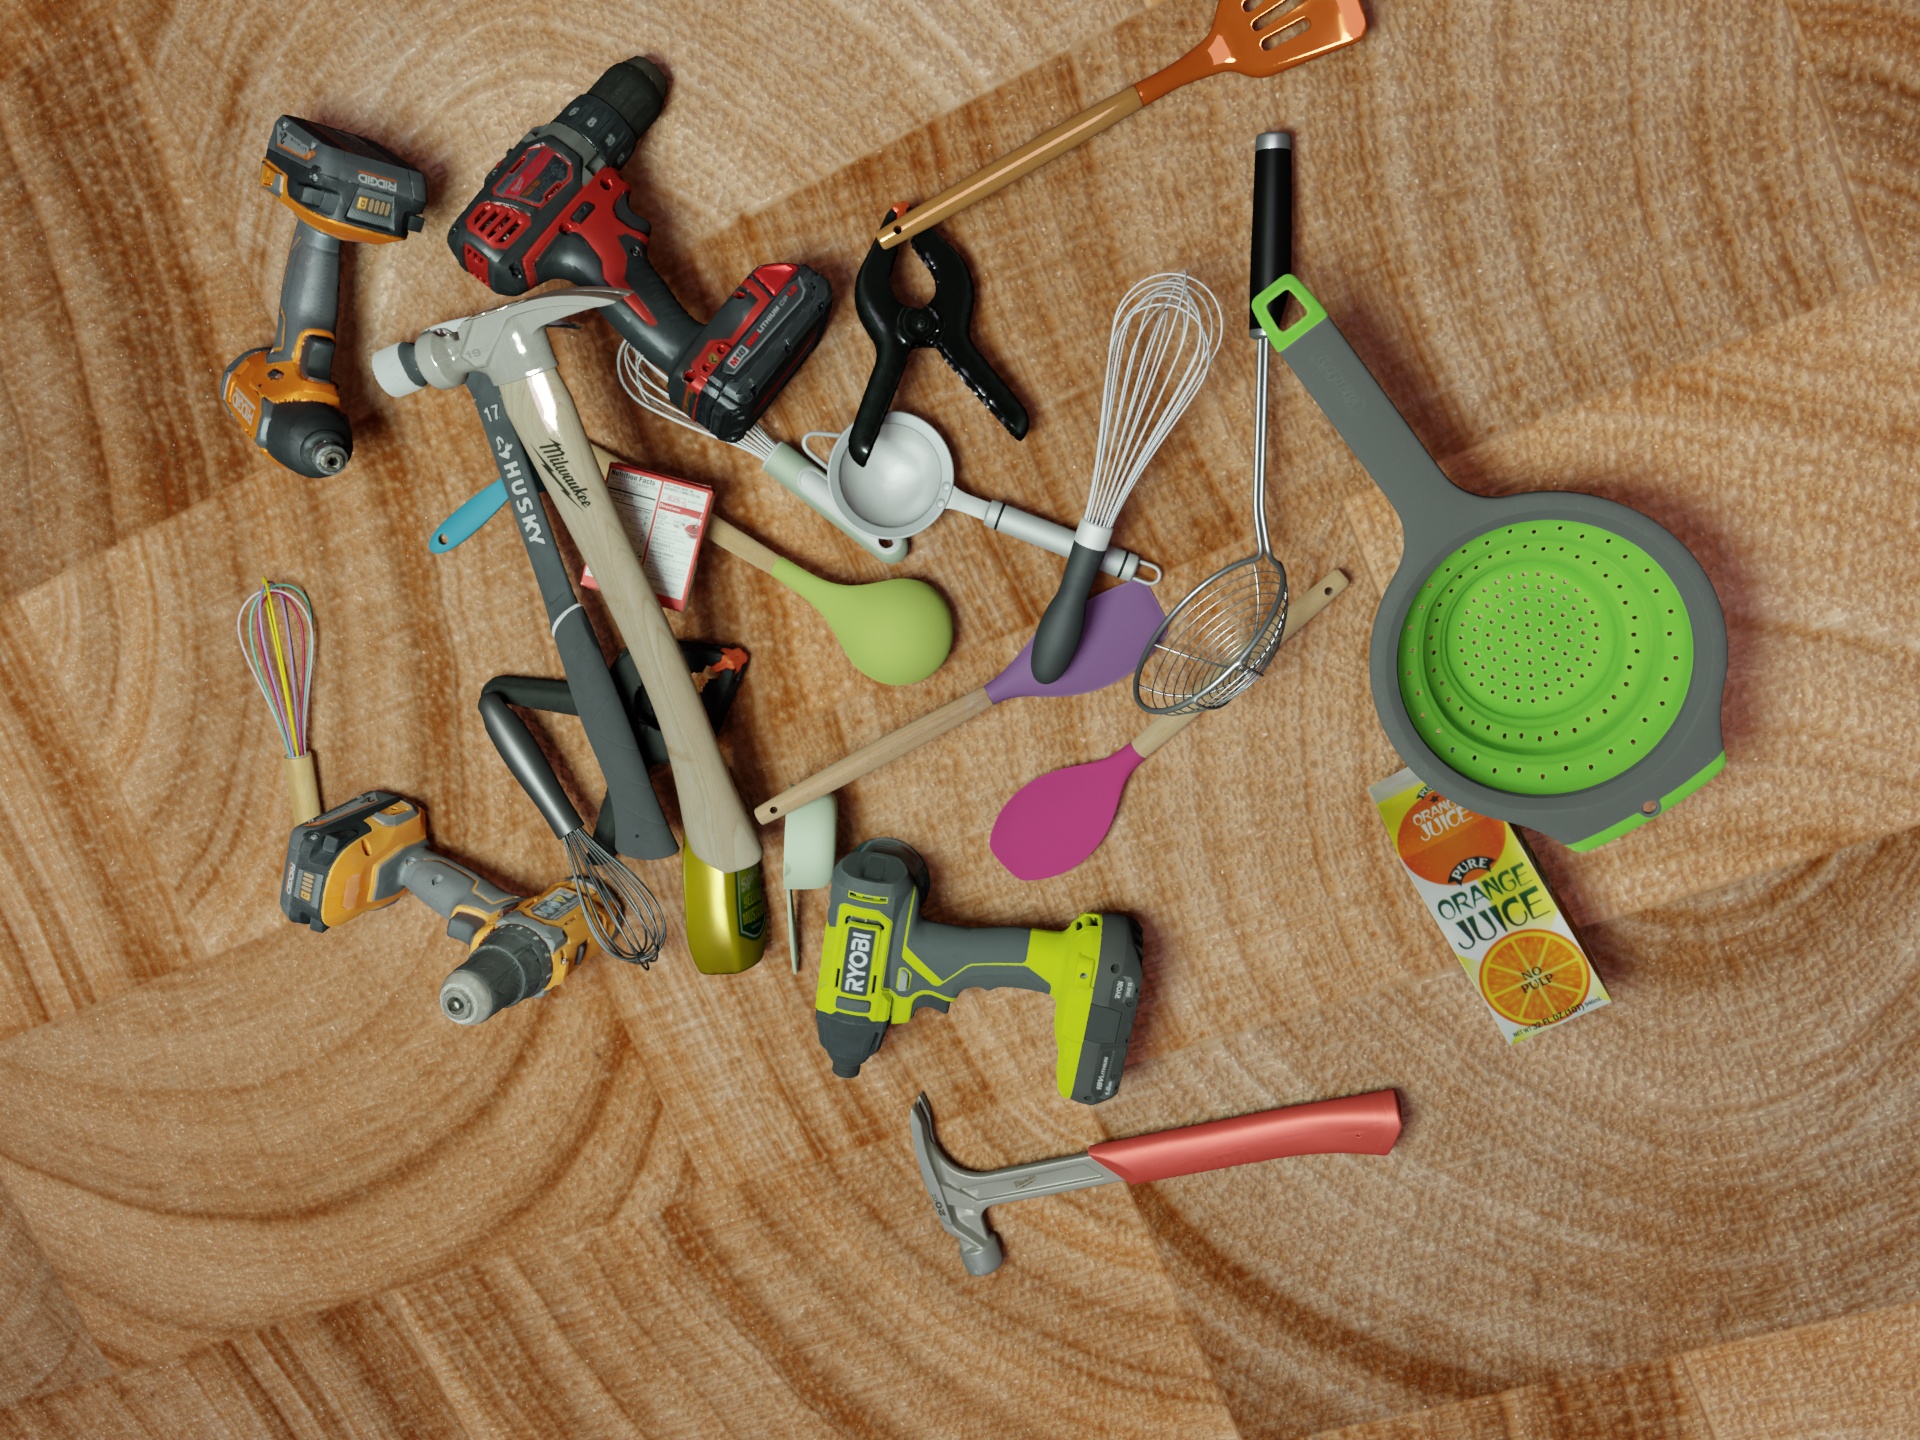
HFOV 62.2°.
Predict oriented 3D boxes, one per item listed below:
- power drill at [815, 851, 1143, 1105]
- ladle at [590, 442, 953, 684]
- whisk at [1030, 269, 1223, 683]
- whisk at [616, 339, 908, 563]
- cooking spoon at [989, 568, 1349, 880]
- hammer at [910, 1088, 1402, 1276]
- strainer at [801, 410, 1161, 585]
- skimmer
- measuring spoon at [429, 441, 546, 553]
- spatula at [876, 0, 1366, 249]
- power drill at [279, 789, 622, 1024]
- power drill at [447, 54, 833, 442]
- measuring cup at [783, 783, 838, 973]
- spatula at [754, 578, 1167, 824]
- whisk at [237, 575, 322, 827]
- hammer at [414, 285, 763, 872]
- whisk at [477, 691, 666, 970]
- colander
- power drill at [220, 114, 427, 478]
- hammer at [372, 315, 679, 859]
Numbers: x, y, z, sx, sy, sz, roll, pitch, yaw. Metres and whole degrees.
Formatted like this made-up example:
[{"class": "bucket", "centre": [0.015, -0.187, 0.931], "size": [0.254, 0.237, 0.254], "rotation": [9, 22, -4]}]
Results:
[{"class": "power drill", "centre": [0.009, 0.195, 1.137], "size": [0.223, 0.080, 0.171], "rotation": [10, 111, 2]}, {"class": "ladle", "centre": [-0.147, -0.124, 1.131], "size": [0.320, 0.062, 0.078], "rotation": [31, 107, 11]}, {"class": "whisk", "centre": [0.097, -0.150, 1.027], "size": [0.070, 0.070, 0.284], "rotation": [21, 111, 7]}, {"class": "whisk", "centre": [-0.136, -0.189, 1.103], "size": [0.246, 0.059, 0.058], "rotation": [38, 82, -3]}, {"class": "cooking spoon", "centre": [0.143, 0.004, 1.104], "size": [0.319, 0.017, 0.069], "rotation": [-42, 93, 20]}, {"class": "hammer", "centre": [0.144, 0.314, 1.178], "size": [0.359, 0.037, 0.149], "rotation": [-16, 101, 17]}, {"class": "strainer", "centre": [0.015, -0.142, 1.083], "size": [0.258, 0.050, 0.087], "rotation": [21, 93, 1]}, {"class": "skimmer", "centre": [0.164, -0.184, 1.008], "size": [0.090, 0.127, 0.363], "rotation": [-2, 100, -18]}, {"class": "measuring spoon", "centre": [-0.350, -0.161, 1.171], "size": [0.128, 0.021, 0.042], "rotation": [-36, 94, 17]}, {"class": "spatula", "centre": [0.089, -0.378, 0.989], "size": [0.322, 0.041, 0.081], "rotation": [-27, 98, 10]}, {"class": "power drill", "centre": [-0.391, 0.143, 1.181], "size": [0.226, 0.185, 0.084], "rotation": [21, 110, 10]}, {"class": "power drill", "centre": [-0.193, -0.314, 1.044], "size": [0.226, 0.080, 0.188], "rotation": [36, 74, -4]}, {"class": "measuring cup", "centre": [-0.109, 0.123, 1.178], "size": [0.038, 0.083, 0.167], "rotation": [1, 122, -2]}, {"class": "spatula", "centre": [-0.002, -0.004, 1.103], "size": [0.316, 0.018, 0.059], "rotation": [-27, 97, 4]}, {"class": "whisk", "centre": [-0.525, 0.005, 1.253], "size": [0.047, 0.051, 0.245], "rotation": [11, 113, 32]}, {"class": "hammer", "centre": [-0.210, -0.080, 1.058], "size": [0.146, 0.038, 0.410], "rotation": [-12, 114, 19]}, {"class": "whisk", "centre": [-0.291, 0.082, 1.181], "size": [0.055, 0.055, 0.239], "rotation": [-32, 91, 19]}, {"class": "colander", "centre": [0.312, -0.110, 0.994], "size": [0.204, 0.094, 0.397], "rotation": [-36, 92, 19]}, {"class": "power drill", "centre": [-0.440, -0.282, 1.098], "size": [0.164, 0.084, 0.226], "rotation": [39, 115, 41]}, {"class": "hammer", "centre": [-0.283, -0.093, 1.136], "size": [0.149, 0.036, 0.409], "rotation": [-18, 95, 13]}]
